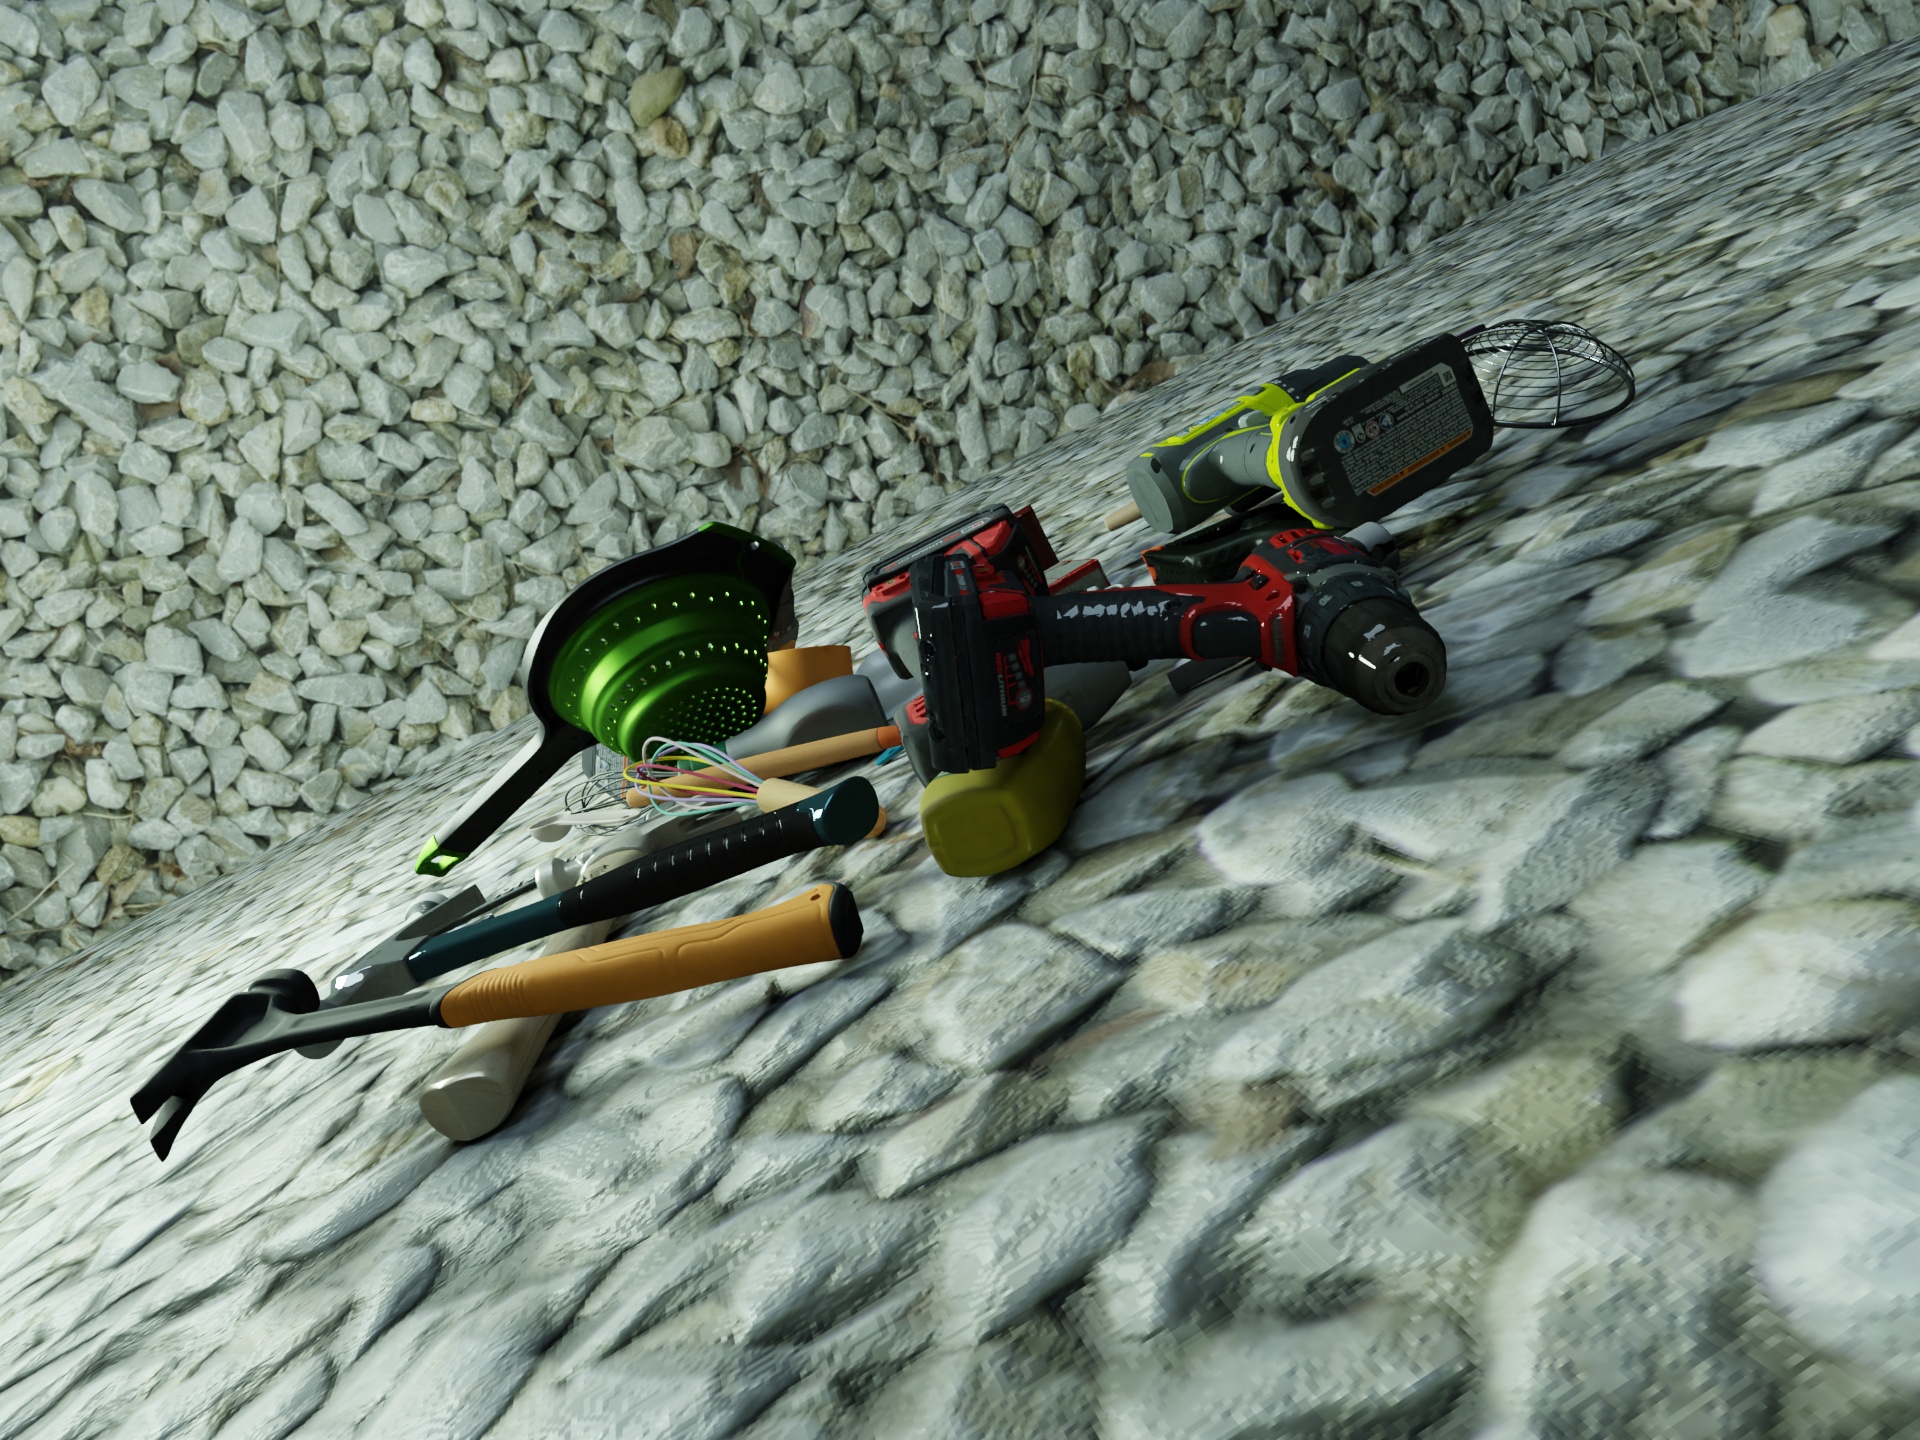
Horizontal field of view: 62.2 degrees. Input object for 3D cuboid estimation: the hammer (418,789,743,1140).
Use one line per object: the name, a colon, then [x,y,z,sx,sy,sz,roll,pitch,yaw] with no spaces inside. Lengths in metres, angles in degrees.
hammer: [-0.216,0.127,0.917,0.146,0.038,0.411,-25,12,3]

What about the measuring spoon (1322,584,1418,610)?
measuring spoon: [0.195,-0.070,0.827,0.021,0.011,0.117,-34,37,-14]

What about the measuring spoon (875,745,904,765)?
measuring spoon: [-0.002,-0.003,1.076,0.128,0.021,0.042,-38,13,-7]

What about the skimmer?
skimmer: [0.315,-0.192,1.152,0.127,0.090,0.363,-30,1,-29]

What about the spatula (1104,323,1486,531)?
spatula: [0.250,-0.220,1.212,0.316,0.018,0.059,-26,-5,20]

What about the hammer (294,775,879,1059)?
hammer: [-0.195,0.096,0.845,0.331,0.033,0.128,-20,14,18]

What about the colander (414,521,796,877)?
colander: [-0.268,0.023,1.196,0.397,0.095,0.204,-41,-29,17]

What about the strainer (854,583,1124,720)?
strainer: [0.005,-0.055,1.223,0.258,0.050,0.087,-22,27,8]

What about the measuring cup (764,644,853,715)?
measuring cup: [-0.166,-0.028,1.322,0.173,0.052,0.095,-8,-2,-37]

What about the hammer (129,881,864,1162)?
hammer: [-0.208,0.128,0.736,0.337,0.034,0.127,-13,18,11]

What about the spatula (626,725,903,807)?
spatula: [-0.077,0.009,1.038,0.322,0.041,0.081,-14,26,15]

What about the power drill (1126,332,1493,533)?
power drill: [0.232,-0.187,1.020,0.190,0.080,0.229,-31,15,-12]

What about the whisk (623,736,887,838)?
whisk: [-0.132,0.045,0.973,0.047,0.051,0.245,20,-7,-43]

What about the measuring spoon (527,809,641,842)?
measuring spoon: [-0.269,0.077,1.151,0.124,0.018,0.034,-7,17,42]

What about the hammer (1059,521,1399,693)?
hammer: [0.125,-0.068,1.013,0.146,0.035,0.335,-30,11,-17]

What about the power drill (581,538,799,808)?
power drill: [-0.223,-0.046,1.388,0.226,0.084,0.185,-39,-28,-44]

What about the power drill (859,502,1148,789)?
power drill: [0.020,-0.045,0.945,0.143,0.078,0.220,-26,29,1]

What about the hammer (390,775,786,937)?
hammer: [-0.241,0.082,1.178,0.409,0.036,0.149,-27,12,1]

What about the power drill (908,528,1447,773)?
power drill: [0.094,-0.034,0.718,0.226,0.080,0.188,-7,18,-1]

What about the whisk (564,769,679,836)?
whisk: [-0.218,0.045,1.266,0.239,0.055,0.055,-18,14,22]
